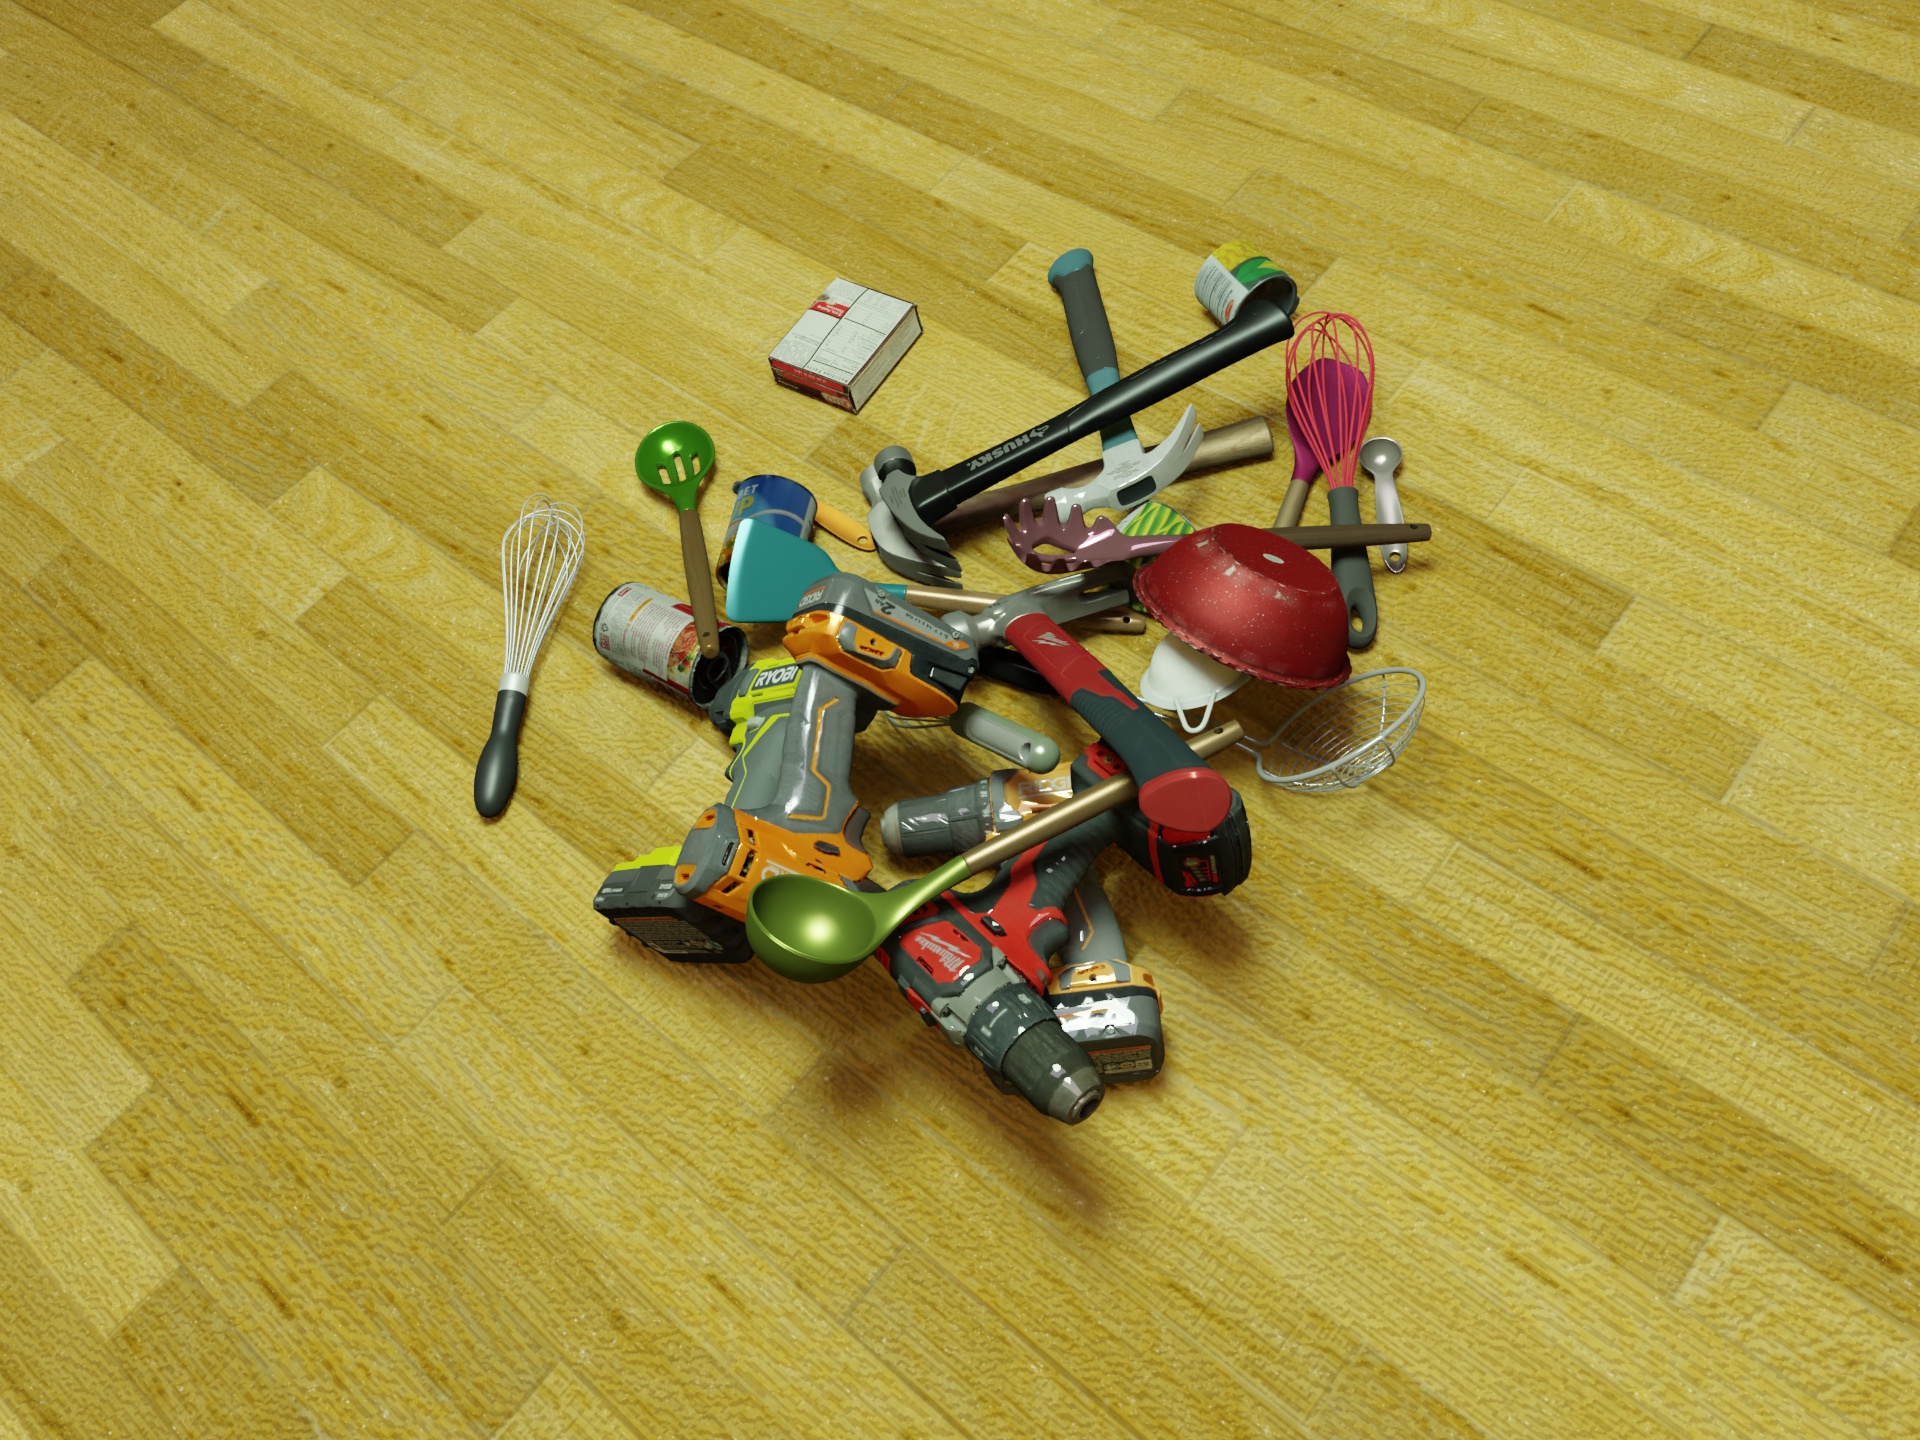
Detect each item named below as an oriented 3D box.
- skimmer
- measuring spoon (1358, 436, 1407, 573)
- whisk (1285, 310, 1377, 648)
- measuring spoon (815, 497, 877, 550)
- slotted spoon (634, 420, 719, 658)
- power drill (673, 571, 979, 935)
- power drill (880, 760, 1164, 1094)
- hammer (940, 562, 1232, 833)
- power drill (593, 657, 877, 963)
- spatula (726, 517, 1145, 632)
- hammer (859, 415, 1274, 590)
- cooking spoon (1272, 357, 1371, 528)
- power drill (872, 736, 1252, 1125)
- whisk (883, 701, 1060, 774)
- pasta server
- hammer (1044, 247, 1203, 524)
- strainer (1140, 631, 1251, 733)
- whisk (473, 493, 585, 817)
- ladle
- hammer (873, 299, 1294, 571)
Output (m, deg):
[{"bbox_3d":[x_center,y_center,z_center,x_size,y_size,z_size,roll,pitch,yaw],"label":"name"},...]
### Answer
[{"bbox_3d":[0.143,-0.032,1.136,0.363,0.090,0.127,18,41,21],"label":"skimmer"},{"bbox_3d":[0.332,-0.166,1.237,0.034,0.018,0.124,-5,64,10],"label":"measuring spoon"},{"bbox_3d":[0.292,-0.191,1.221,0.073,0.073,0.296,-3,68,7],"label":"whisk"},{"bbox_3d":[-0.113,-0.168,1.315,0.117,0.011,0.021,34,66,22],"label":"measuring spoon"},{"bbox_3d":[-0.216,-0.147,1.266,0.070,0.031,0.314,-18,42,-1],"label":"slotted spoon"},{"bbox_3d":[-0.070,0.038,1.031,0.164,0.084,0.226,28,72,-23],"label":"power drill"},{"bbox_3d":[0.041,0.129,1.061,0.185,0.084,0.226,-7,53,5],"label":"power drill"},{"bbox_3d":[0.098,-0.024,1.009,0.143,0.038,0.387,-18,22,-8],"label":"hammer"},{"bbox_3d":[-0.159,0.054,1.119,0.171,0.080,0.223,-9,48,47],"label":"power drill"},{"bbox_3d":[-0.017,-0.094,1.214,0.317,0.044,0.082,7,81,6],"label":"spatula"},{"bbox_3d":[0.089,-0.187,1.278,0.331,0.031,0.130,-14,57,0],"label":"hammer"},{"bbox_3d":[0.257,-0.164,1.243,0.069,0.017,0.319,22,63,5],"label":"cooking spoon"},{"bbox_3d":[0.075,0.120,0.962,0.227,0.080,0.188,-37,51,-16],"label":"power drill"},{"bbox_3d":[-0.002,-0.004,1.110,0.246,0.059,0.058,26,105,58],"label":"whisk"},{"bbox_3d":[0.189,-0.134,1.157,0.316,0.040,0.060,-3,54,-4],"label":"pasta server"},{"bbox_3d":[0.113,-0.288,1.302,0.128,0.033,0.331,-19,46,12],"label":"hammer"},{"bbox_3d":[0.177,-0.076,1.136,0.087,0.050,0.259,-12,25,23],"label":"strainer"},{"bbox_3d":[-0.347,-0.056,1.254,0.070,0.070,0.285,-1,63,9],"label":"whisk"},{"bbox_3d":[0.024,0.066,0.940,0.320,0.062,0.078,-26,42,-6],"label":"ladle"},{"bbox_3d":[0.097,-0.227,1.210,0.335,0.035,0.146,-26,43,6],"label":"hammer"}]
